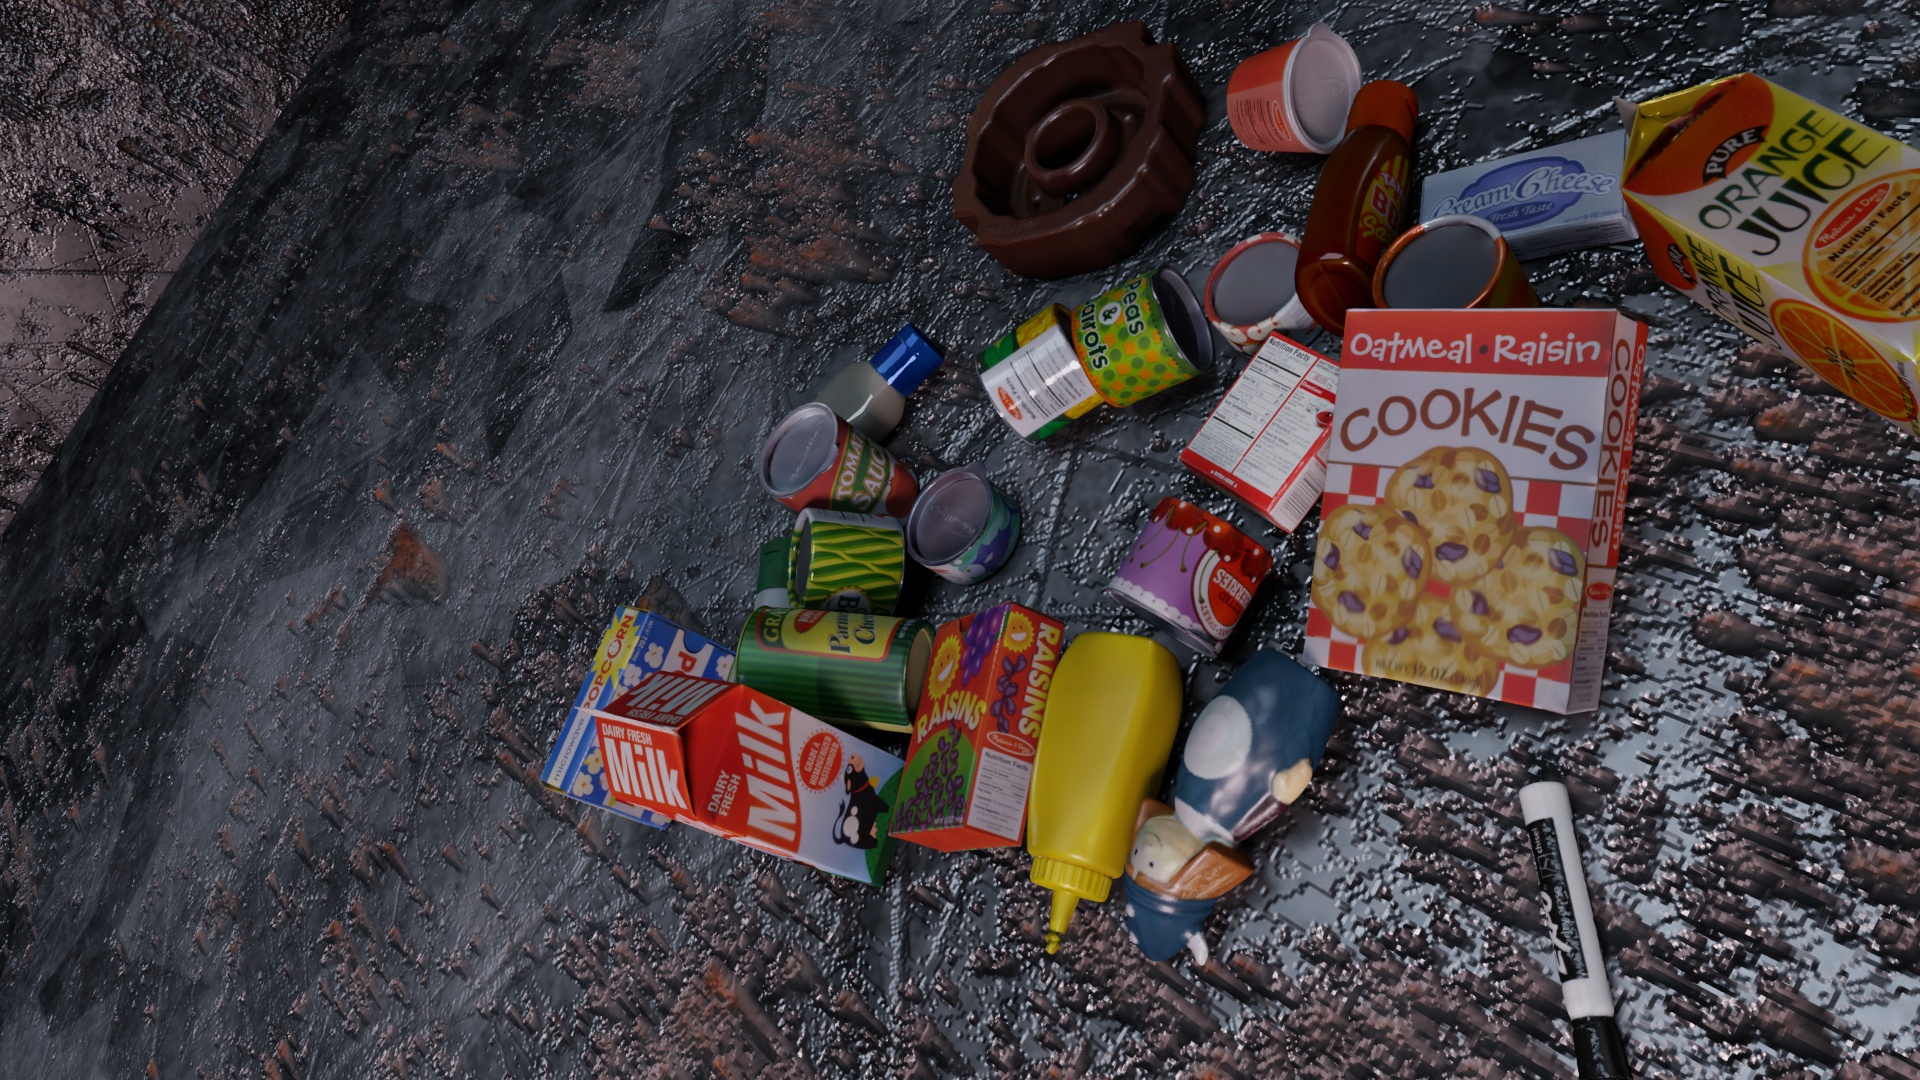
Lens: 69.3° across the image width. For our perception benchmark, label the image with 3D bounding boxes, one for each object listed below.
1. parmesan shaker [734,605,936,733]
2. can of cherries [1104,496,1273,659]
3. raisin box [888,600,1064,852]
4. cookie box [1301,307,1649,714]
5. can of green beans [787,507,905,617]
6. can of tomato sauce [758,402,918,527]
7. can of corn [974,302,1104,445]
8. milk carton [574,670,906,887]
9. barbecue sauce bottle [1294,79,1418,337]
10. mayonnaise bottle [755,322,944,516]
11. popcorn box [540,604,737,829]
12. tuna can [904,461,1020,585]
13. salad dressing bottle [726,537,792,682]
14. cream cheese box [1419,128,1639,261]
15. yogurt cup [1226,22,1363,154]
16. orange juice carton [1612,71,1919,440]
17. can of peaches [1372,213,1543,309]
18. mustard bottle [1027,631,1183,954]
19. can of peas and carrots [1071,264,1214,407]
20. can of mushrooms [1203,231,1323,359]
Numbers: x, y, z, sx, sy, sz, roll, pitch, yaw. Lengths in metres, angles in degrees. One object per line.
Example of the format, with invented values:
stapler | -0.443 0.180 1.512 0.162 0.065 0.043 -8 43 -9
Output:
parmesan shaker | -0.069 0.074 0.810 0.103 0.071 0.071 3 66 17
can of cherries | 0.118 0.019 0.703 0.071 0.071 0.058 28 84 46
raisin box | 0.008 0.101 0.747 0.086 0.040 0.124 -27 45 59
cookie box | 0.224 -0.018 0.614 0.123 0.040 0.167 9 93 44
can of green beans | -0.071 0.015 0.855 0.071 0.058 0.071 -172 89 -71
can of tomato sauce | -0.076 -0.040 0.893 0.071 0.083 0.071 -21 53 31
can of corn | 0.052 -0.101 0.835 0.058 0.071 0.071 -32 48 22
milk carton | -0.114 0.124 0.748 0.072 0.190 0.073 2 67 42
barbecue sauce bottle | 0.217 -0.184 0.747 0.043 0.064 0.149 -4 54 38
mayonnaise bottle | -0.075 -0.085 0.951 0.148 0.041 0.065 -43 45 10
popcorn box | -0.208 0.116 0.910 0.038 0.085 0.127 8 71 44
tuna can | 0.003 -0.011 0.843 0.071 0.033 0.071 -21 53 31
salad dressing bottle | -0.118 0.070 0.890 0.064 0.044 0.148 -15 56 27
cream cheese box | 0.286 -0.169 0.703 0.103 0.024 0.053 -6 61 39
yogurt cup | 0.193 -0.258 0.810 0.054 0.072 0.072 11 72 52
orange juice carton | 0.354 -0.130 0.587 0.073 0.071 0.193 -44 45 11
can of peaches | 0.243 -0.116 0.683 0.071 0.058 0.071 -21 53 30
mustard bottle | 0.065 0.126 0.695 0.065 0.048 0.160 3 67 40
can of peas and carrots | 0.103 -0.117 0.795 0.058 0.071 0.071 -22 53 31
can of mushrooms | 0.170 -0.137 0.777 0.071 0.033 0.071 -20 54 31
